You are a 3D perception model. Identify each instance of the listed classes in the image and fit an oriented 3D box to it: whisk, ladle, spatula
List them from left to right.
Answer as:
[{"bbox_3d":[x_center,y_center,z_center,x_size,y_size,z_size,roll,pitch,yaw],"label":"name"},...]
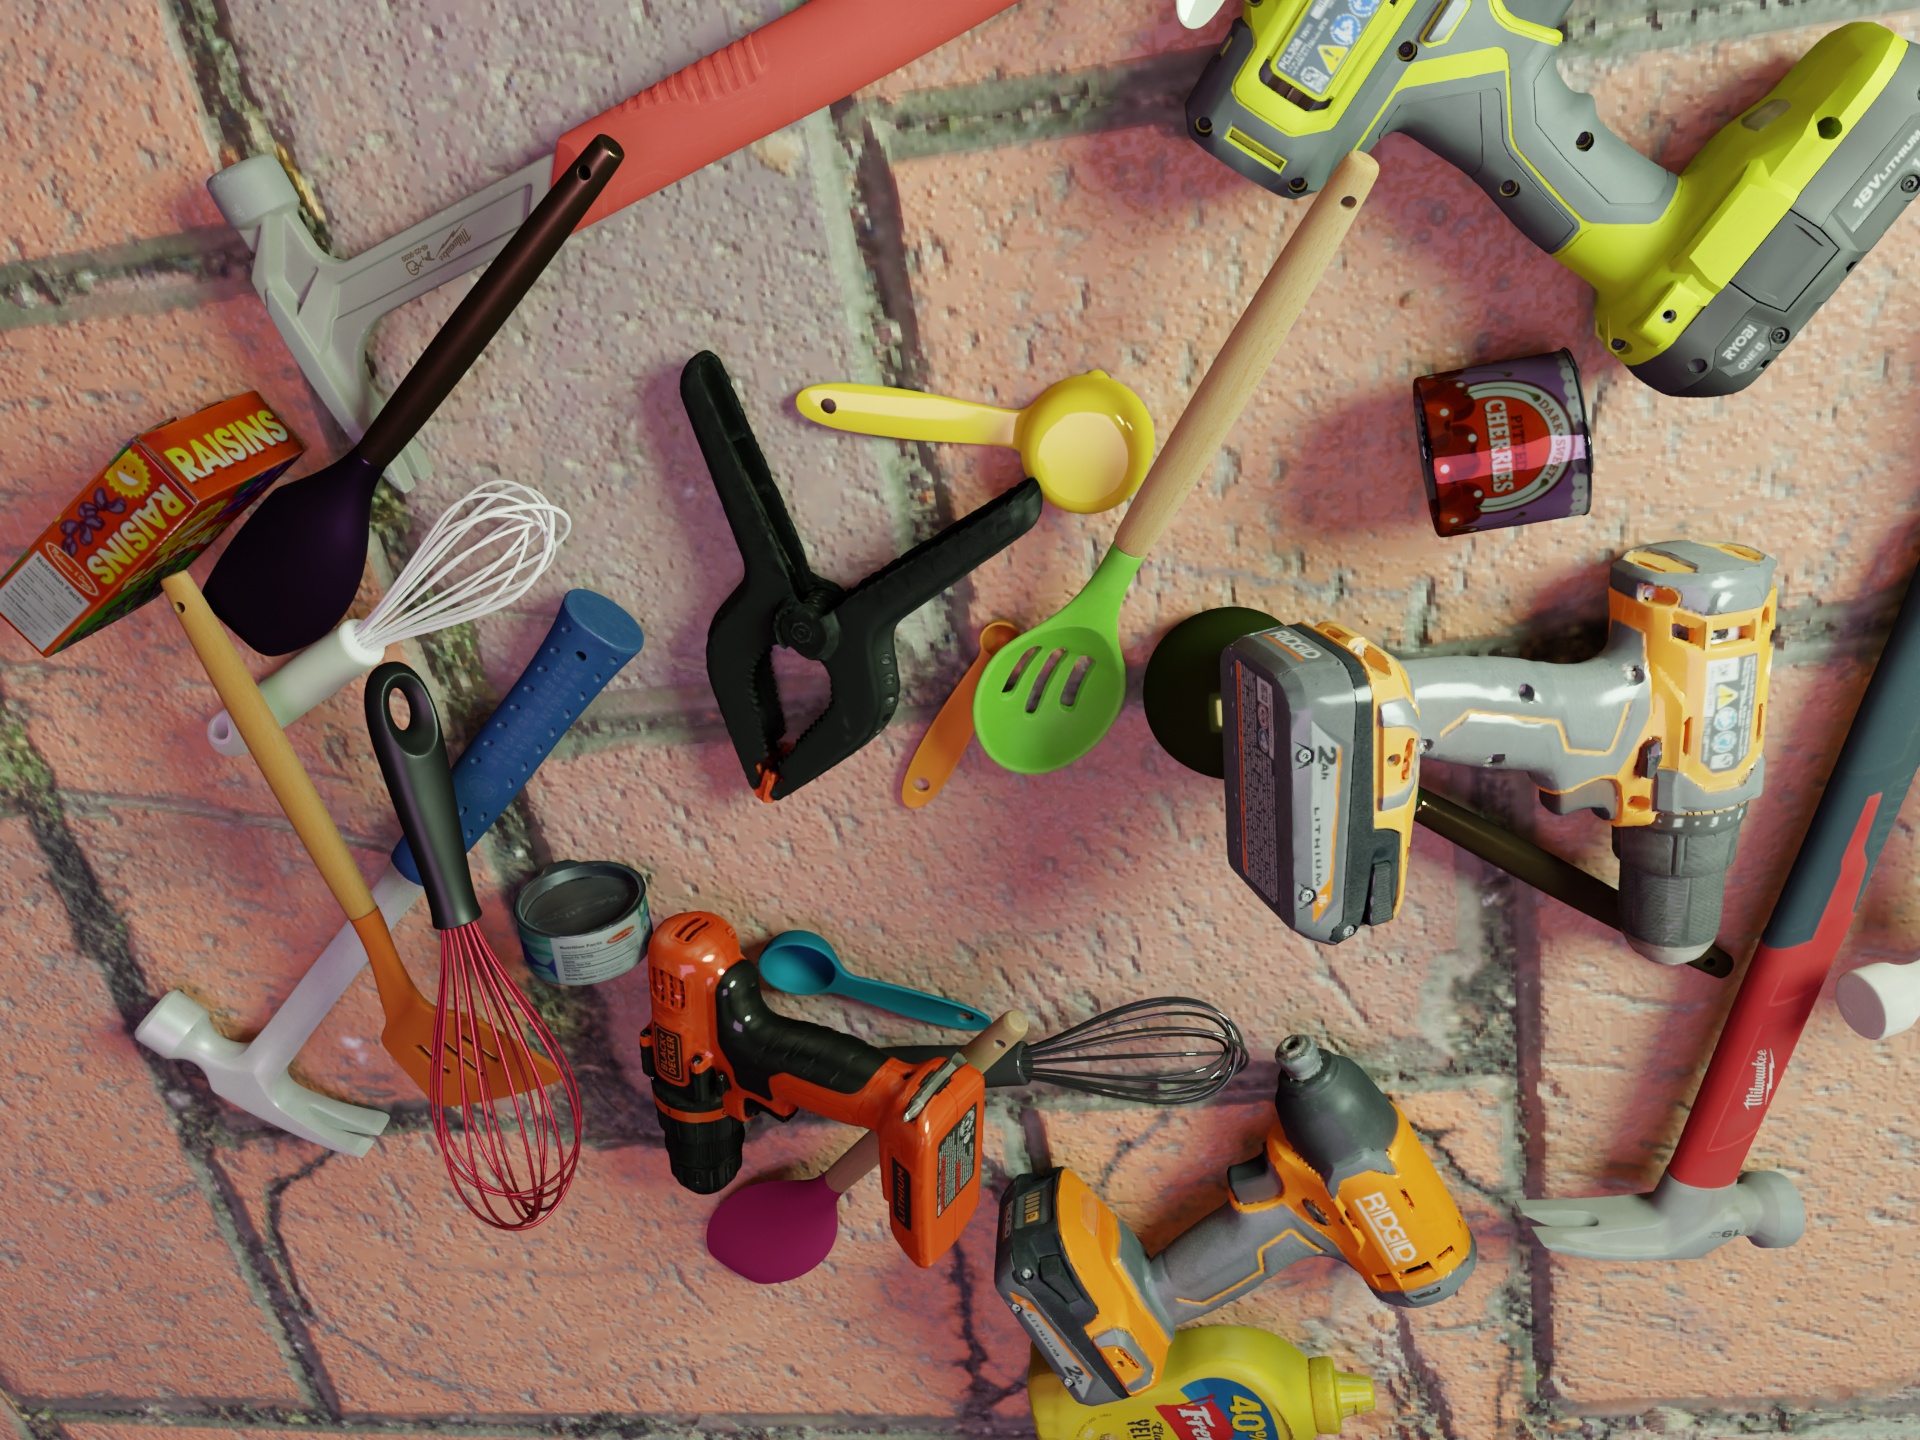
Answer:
[{"bbox_3d":[-0.305,0.071,0.793,0.081,0.041,0.322,-16,110,16],"label":"spatula"},{"bbox_3d":[-0.279,-0.041,0.759,0.246,0.059,0.058,-28,74,25],"label":"whisk"},{"bbox_3d":[-0.236,-0.128,0.678,0.059,0.018,0.316,44,120,-10],"label":"spatula"},{"bbox_3d":[-0.239,0.114,0.768,0.073,0.073,0.295,-7,104,12],"label":"whisk"},{"bbox_3d":[0.031,0.176,0.819,0.239,0.055,0.055,-10,116,21],"label":"whisk"},{"bbox_3d":[0.226,0.043,0.732,0.320,0.062,0.078,27,110,-14],"label":"ladle"}]

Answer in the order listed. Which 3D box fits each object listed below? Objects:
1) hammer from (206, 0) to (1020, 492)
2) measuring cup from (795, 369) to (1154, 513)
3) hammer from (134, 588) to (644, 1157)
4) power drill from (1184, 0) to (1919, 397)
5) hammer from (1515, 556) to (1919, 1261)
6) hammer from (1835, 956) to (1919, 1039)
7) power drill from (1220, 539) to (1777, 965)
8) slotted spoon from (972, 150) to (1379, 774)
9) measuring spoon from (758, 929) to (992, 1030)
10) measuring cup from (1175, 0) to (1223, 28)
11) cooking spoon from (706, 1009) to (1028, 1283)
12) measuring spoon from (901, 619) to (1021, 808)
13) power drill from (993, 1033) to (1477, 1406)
[{"bbox_3d":[-0.127,-0.221,0.641,0.359,0.037,0.149,-19,113,18],"label":"hammer"},{"bbox_3d":[0.005,-0.122,0.676,0.156,0.029,0.062,8,119,3],"label":"measuring cup"},{"bbox_3d":[-0.286,0.087,0.831,0.144,0.035,0.405,38,117,-12],"label":"hammer"},{"bbox_3d":[0.219,-0.238,0.557,0.228,0.080,0.190,31,119,-5],"label":"power drill"},{"bbox_3d":[0.368,0.092,0.716,0.143,0.038,0.386,1,117,-11],"label":"hammer"},{"bbox_3d":[0.436,-0.019,0.632,0.130,0.031,0.331,-13,120,-11],"label":"hammer"},{"bbox_3d":[0.228,0.031,0.661,0.226,0.084,0.185,-10,111,-11],"label":"power drill"},{"bbox_3d":[0.083,-0.090,0.650,0.070,0.031,0.313,13,134,-18],"label":"slotted spoon"},{"bbox_3d":[-0.043,0.136,0.834,0.128,0.021,0.042,19,131,-12],"label":"measuring spoon"},{"bbox_3d":[0.104,-0.319,0.535,0.083,0.038,0.167,16,109,-12],"label":"measuring cup"},{"bbox_3d":[-0.055,0.237,0.858,0.068,0.017,0.318,35,128,-8],"label":"cooking spoon"},{"bbox_3d":[-0.001,-0.002,0.755,0.021,0.011,0.116,23,123,-9],"label":"measuring spoon"},{"bbox_3d":[0.134,0.258,0.835,0.226,0.084,0.164,-26,111,16],"label":"power drill"}]
